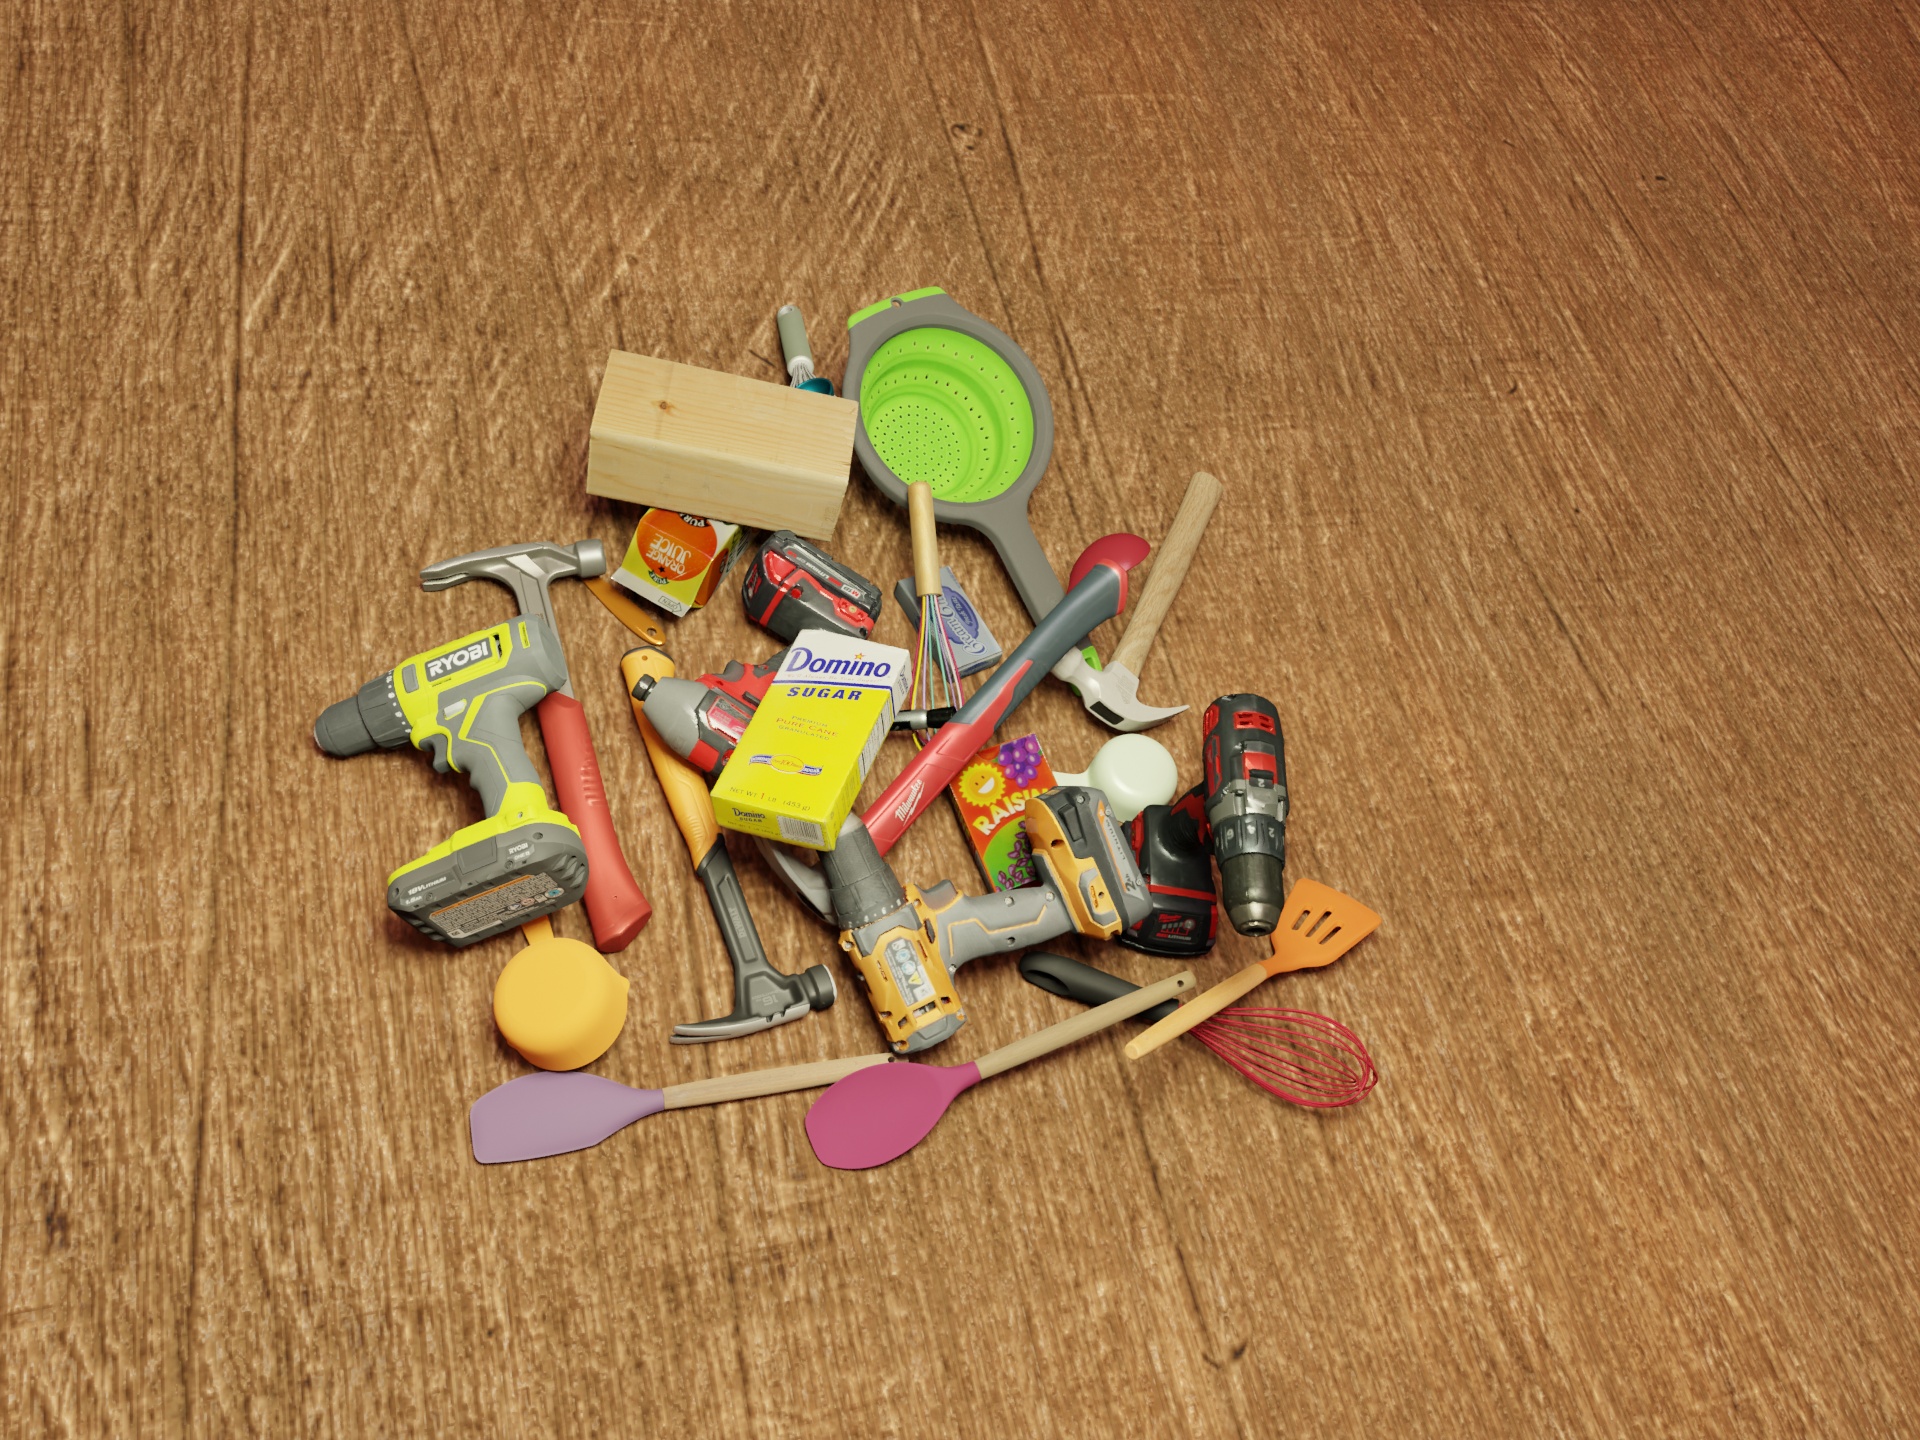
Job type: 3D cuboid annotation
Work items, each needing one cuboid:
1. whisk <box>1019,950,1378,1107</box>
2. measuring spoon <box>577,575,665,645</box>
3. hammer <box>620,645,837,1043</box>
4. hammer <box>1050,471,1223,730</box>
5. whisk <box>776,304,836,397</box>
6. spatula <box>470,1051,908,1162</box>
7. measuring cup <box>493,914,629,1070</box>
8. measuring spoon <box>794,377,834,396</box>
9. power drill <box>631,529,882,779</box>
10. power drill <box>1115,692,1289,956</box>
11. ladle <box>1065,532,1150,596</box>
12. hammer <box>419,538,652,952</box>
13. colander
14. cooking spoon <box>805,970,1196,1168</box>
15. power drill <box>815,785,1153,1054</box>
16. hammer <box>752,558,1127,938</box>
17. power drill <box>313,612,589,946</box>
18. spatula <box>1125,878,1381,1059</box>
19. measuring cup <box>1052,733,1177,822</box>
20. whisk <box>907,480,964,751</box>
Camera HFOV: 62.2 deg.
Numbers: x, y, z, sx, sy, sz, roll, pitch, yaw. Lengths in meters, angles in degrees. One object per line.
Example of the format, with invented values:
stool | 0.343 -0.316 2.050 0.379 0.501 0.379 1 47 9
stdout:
whisk | 0.187 0.237 1.256 0.296 0.073 0.073 19 56 2
measuring spoon | -0.293 -0.104 1.350 0.117 0.011 0.021 41 58 10
hammer | -0.211 0.087 1.246 0.127 0.034 0.337 -13 64 -24
hammer | 0.186 -0.118 1.469 0.130 0.031 0.331 40 50 -14
whisk | -0.146 -0.321 1.470 0.058 0.059 0.247 -20 42 4
spatula | -0.190 0.268 1.152 0.316 0.018 0.060 -5 63 -18
measuring cup | -0.305 0.166 1.150 0.095 0.052 0.174 -26 61 -7
measuring spoon | -0.166 -0.262 1.370 0.128 0.021 0.042 -13 48 16
power drill | -0.164 -0.046 1.292 0.143 0.078 0.220 32 51 -6
power drill | 0.191 0.109 1.231 0.080 0.226 0.188 9 58 -11
ladle | 0.063 -0.061 1.357 0.315 0.069 0.031 -51 124 -25
hammer | -0.320 0.014 1.254 0.149 0.036 0.359 -12 65 -16
colander | 0.013 -0.195 1.459 0.204 0.094 0.397 -26 88 -26
cooking spoon | 0.036 0.254 1.197 0.319 0.017 0.069 -20 74 -14
power drill | 0.011 0.122 1.205 0.226 0.084 0.185 -25 94 -14
hammer | -0.002 -0.004 1.273 0.386 0.038 0.143 -48 112 -20
power drill | -0.374 0.044 1.173 0.190 0.080 0.229 -22 59 0
spatula | 0.224 0.197 1.247 0.081 0.041 0.322 28 27 32
measuring cup | 0.107 0.045 1.358 0.167 0.038 0.083 3 59 -15
whisk | -0.027 -0.085 1.355 0.047 0.051 0.245 -5 82 -5
